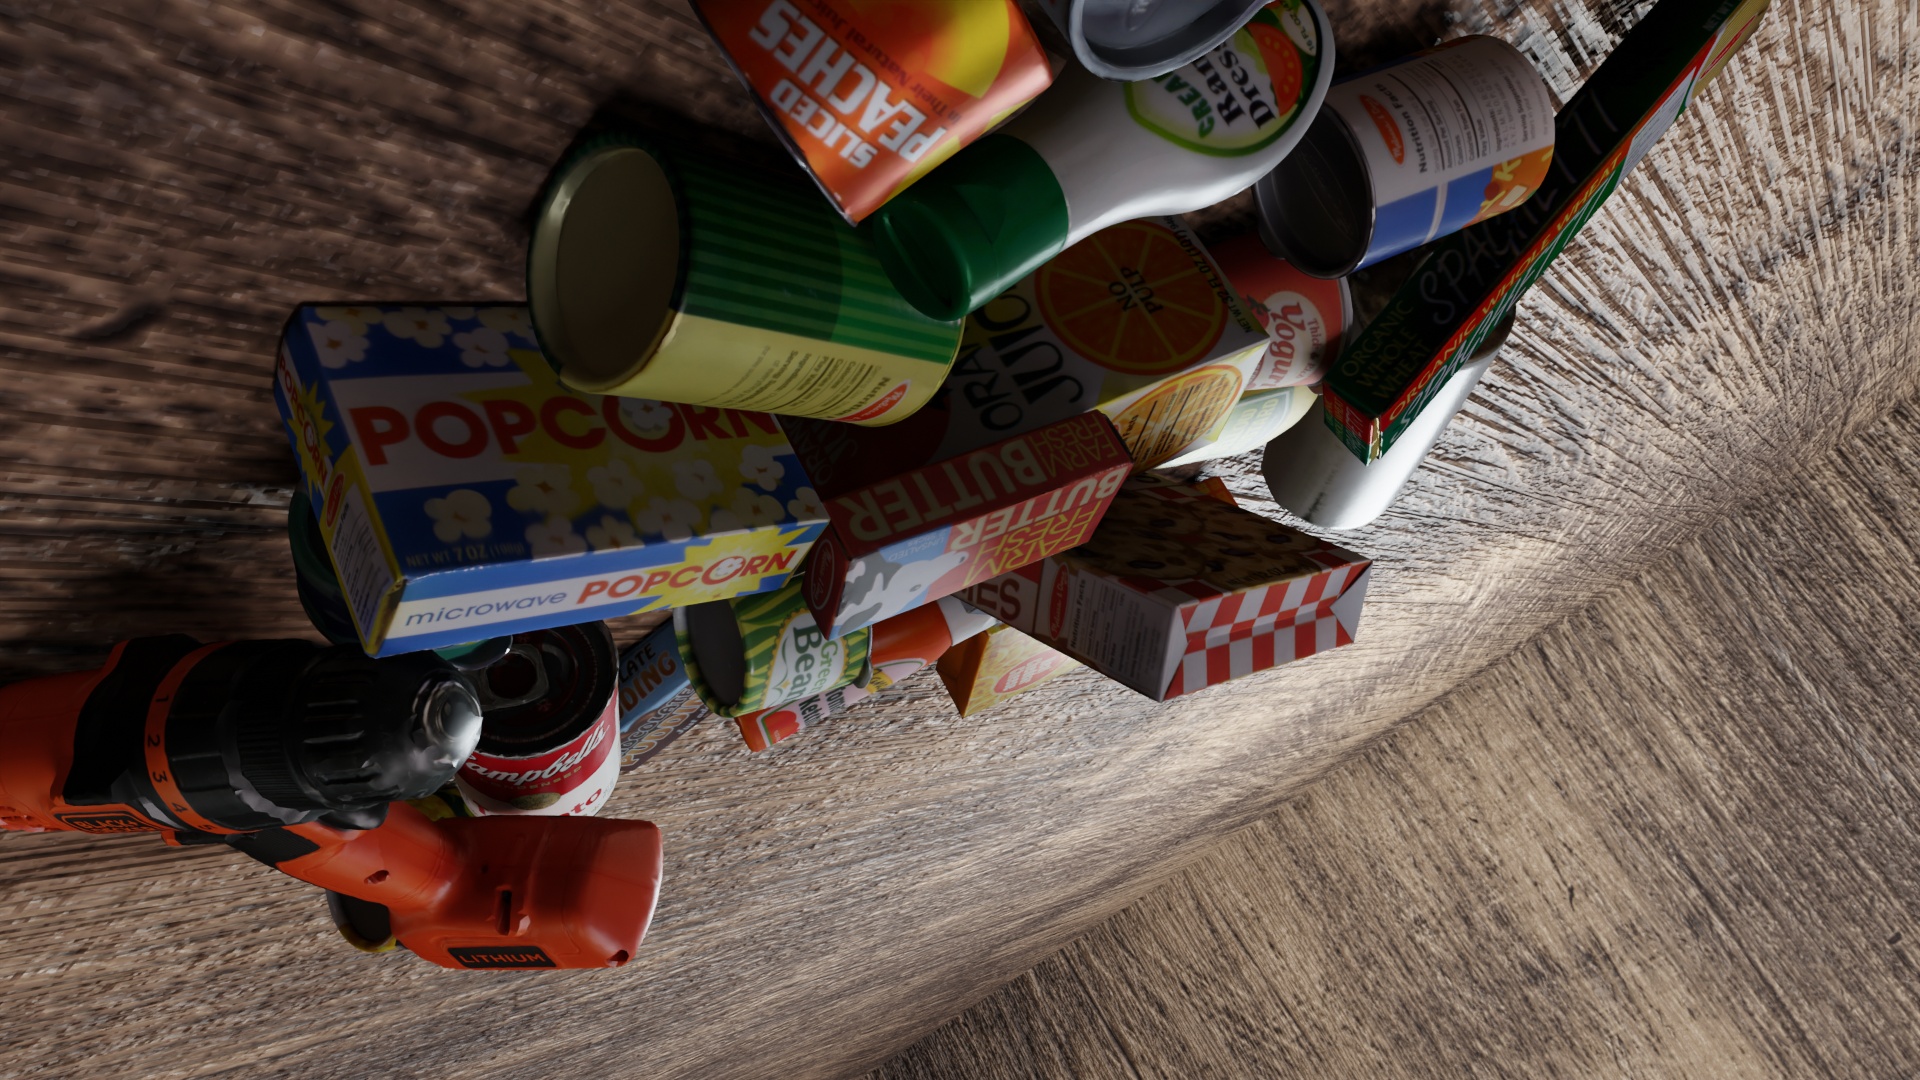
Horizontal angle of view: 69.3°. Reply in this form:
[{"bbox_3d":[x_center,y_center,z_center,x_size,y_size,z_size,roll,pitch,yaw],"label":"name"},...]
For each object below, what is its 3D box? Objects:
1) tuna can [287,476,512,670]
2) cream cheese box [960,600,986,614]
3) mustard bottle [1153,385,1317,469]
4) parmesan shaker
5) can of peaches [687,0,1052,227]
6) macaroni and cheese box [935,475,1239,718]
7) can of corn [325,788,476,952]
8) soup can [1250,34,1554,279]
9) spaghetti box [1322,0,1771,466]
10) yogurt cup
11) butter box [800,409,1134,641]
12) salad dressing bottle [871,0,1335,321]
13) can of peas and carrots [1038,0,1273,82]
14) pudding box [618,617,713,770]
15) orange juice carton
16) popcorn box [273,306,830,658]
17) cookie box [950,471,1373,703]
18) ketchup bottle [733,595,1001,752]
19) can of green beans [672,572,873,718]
[{"bbox_3d":[-0.154,0.002,0.398,0.071,0.071,0.032,-18,154,-28],"label":"tuna can"},{"bbox_3d":[0.027,0.009,0.671,0.024,0.053,0.104,-37,158,24],"label":"cream cheese box"},{"bbox_3d":[0.087,-0.059,0.602,0.161,0.049,0.065,-15,151,-33],"label":"mustard bottle"},{"bbox_3d":[-0.054,-0.069,0.375,0.071,0.071,0.103,-43,155,29],"label":"parmesan shaker"},{"bbox_3d":[-0.020,-0.114,0.315,0.058,0.071,0.071,-34,158,7],"label":"can of peaches"},{"bbox_3d":[0.073,0.033,0.801,0.167,0.040,0.123,-22,157,-18],"label":"macaroni and cheese box"},{"bbox_3d":[-0.235,0.143,0.613,0.071,0.071,0.058,-40,156,25],"label":"can of corn"},{"bbox_3d":[0.156,-0.137,0.498,0.084,0.071,0.071,-23,157,-19],"label":"soup can"},{"bbox_3d":[0.233,-0.136,0.548,0.250,0.029,0.050,-48,158,-3],"label":"spaghetti box"},{"bbox_3d":[0.114,-0.090,0.552,0.054,0.072,0.072,-14,155,-16],"label":"yogurt cup"},{"bbox_3d":[0.002,-0.006,0.444,0.104,0.024,0.052,-20,156,-24],"label":"butter box"},{"bbox_3d":[0.041,-0.110,0.380,0.148,0.064,0.044,-38,-176,-27],"label":"salad dressing bottle"},{"bbox_3d":[0.042,-0.153,0.323,0.071,0.059,0.070,-26,159,-11],"label":"can of peas and carrots"},{"bbox_3d":[-0.138,0.070,0.626,0.083,0.030,0.049,-36,157,14],"label":"pudding box"},{"bbox_3d":[0.005,-0.047,0.493,0.193,0.072,0.072,-23,157,-19],"label":"orange juice carton"},{"bbox_3d":[-0.110,-0.022,0.383,0.127,0.085,0.038,-9,149,-42],"label":"popcorn box"},{"bbox_3d":[0.059,0.004,0.561,0.123,0.167,0.040,-10,115,-42],"label":"cookie box"},{"bbox_3d":[-0.045,0.051,0.686,0.149,0.043,0.064,-25,159,-13],"label":"ketchup bottle"},{"bbox_3d":[-0.079,0.035,0.575,0.058,0.071,0.071,-13,153,-36],"label":"can of green beans"}]
